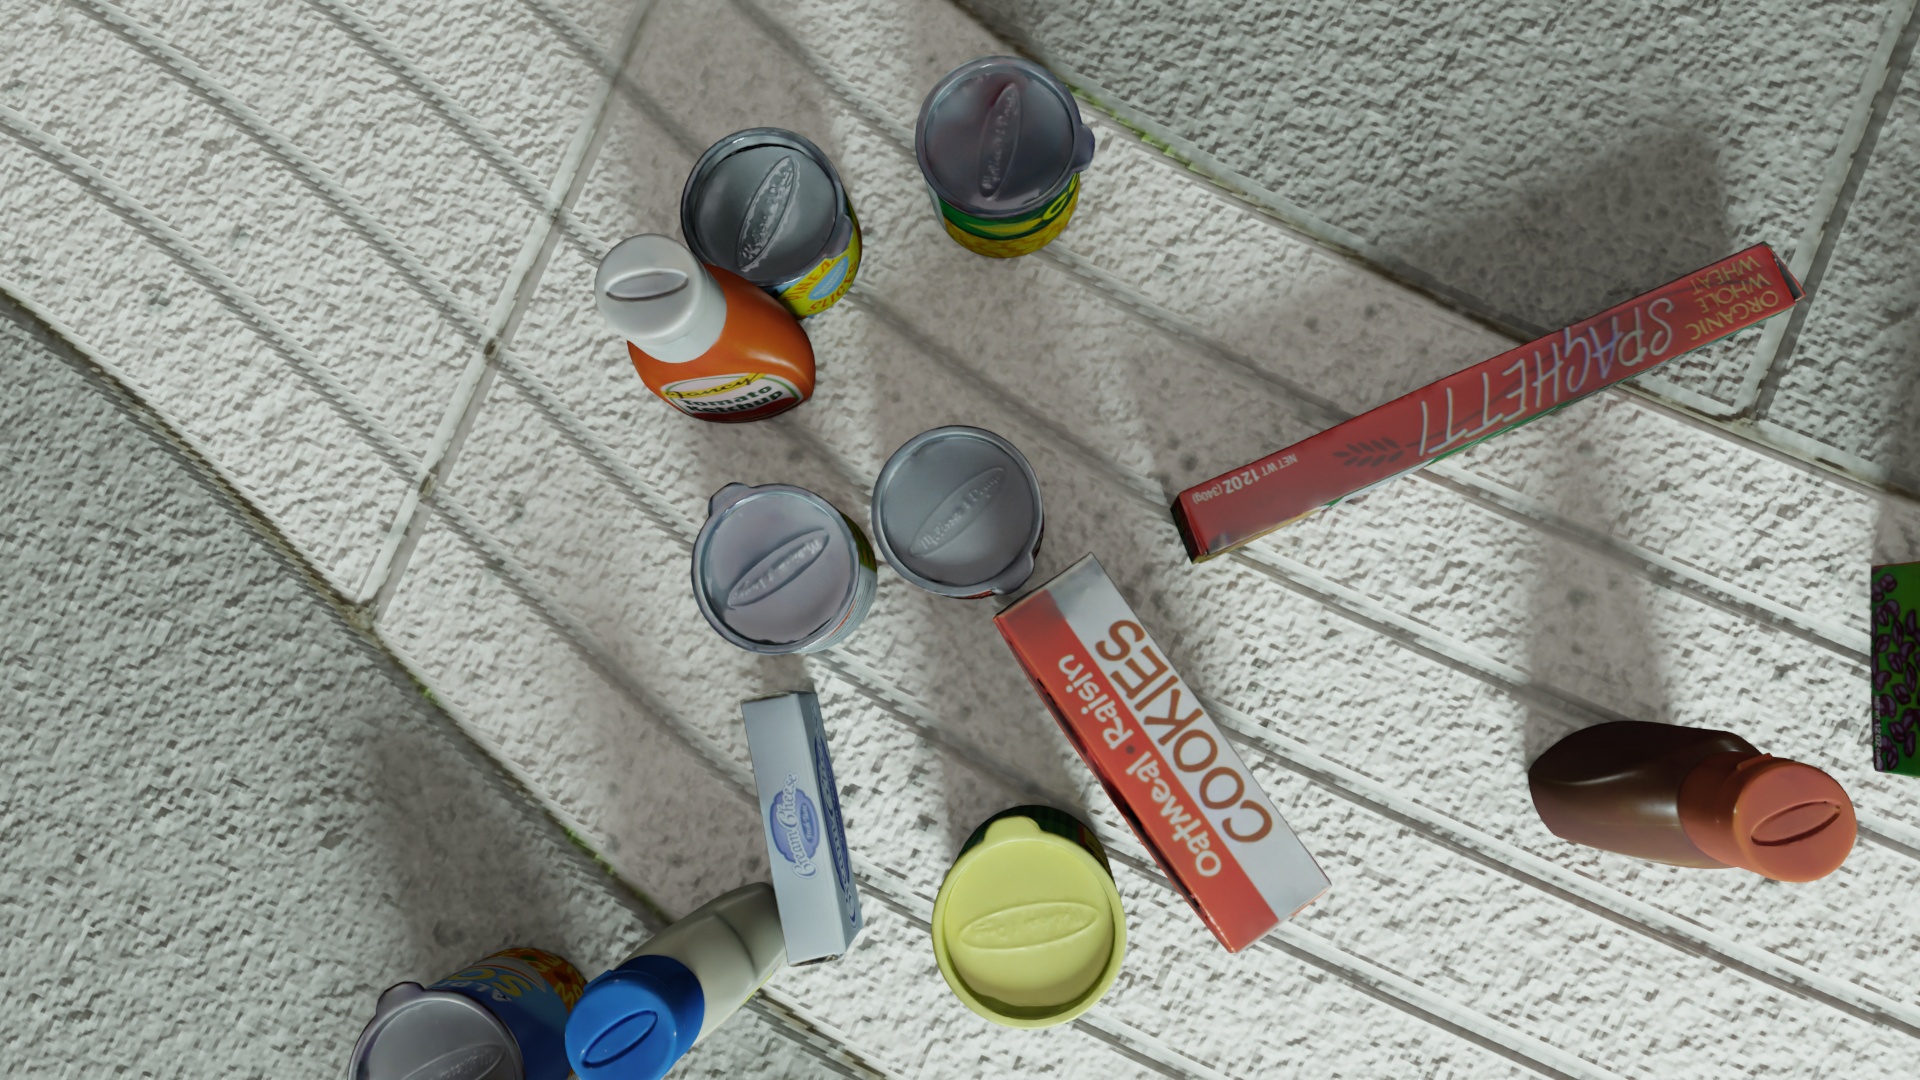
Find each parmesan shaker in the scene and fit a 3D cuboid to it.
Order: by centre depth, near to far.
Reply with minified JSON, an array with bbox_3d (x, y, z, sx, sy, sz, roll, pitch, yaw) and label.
[{"bbox_3d":[0.026,0.133,0.520,0.071,0.103,0.071,0,85,4],"label":"parmesan shaker"}]

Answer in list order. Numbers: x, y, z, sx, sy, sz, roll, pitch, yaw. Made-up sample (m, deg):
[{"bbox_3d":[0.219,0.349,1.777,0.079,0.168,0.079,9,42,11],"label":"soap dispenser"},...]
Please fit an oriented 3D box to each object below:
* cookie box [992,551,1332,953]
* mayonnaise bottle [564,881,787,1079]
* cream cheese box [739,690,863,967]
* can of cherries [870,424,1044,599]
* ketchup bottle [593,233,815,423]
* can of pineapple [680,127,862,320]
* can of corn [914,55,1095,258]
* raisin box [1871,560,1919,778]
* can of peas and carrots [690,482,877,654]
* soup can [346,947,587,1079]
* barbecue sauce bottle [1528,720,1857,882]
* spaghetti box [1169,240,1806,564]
[{"bbox_3d":[0.064,0.070,0.492,0.040,0.167,0.123,-36,83,0],"label":"cookie box"},{"bbox_3d":[-0.101,0.161,0.504,0.065,0.148,0.041,-34,84,1],"label":"mayonnaise bottle"},{"bbox_3d":[-0.062,0.111,0.554,0.024,0.053,0.104,-12,84,3],"label":"cream cheese box"},{"bbox_3d":[0.002,-0.007,0.559,0.071,0.058,0.071,0,85,4],"label":"can of cherries"},{"bbox_3d":[-0.098,-0.078,0.527,0.065,0.148,0.043,-9,84,3],"label":"ketchup bottle"},{"bbox_3d":[-0.075,-0.128,0.576,0.071,0.058,0.071,0,85,4],"label":"can of pineapple"},{"bbox_3d":[0.019,-0.155,0.572,0.071,0.058,0.071,0,85,4],"label":"can of corn"},{"bbox_3d":[0.380,0.047,0.494,0.040,0.123,0.086,3,85,4],"label":"raisin box"},{"bbox_3d":[-0.071,0.011,0.562,0.071,0.058,0.071,0,85,4],"label":"can of peas and carrots"},{"bbox_3d":[-0.186,0.196,0.539,0.071,0.083,0.071,0,85,4],"label":"soup can"},{"bbox_3d":[0.254,0.090,0.486,0.065,0.148,0.043,-20,84,2],"label":"barbecue sauce bottle"},{"bbox_3d":[0.204,-0.052,0.553,0.250,0.050,0.029,-23,84,1],"label":"spaghetti box"}]
